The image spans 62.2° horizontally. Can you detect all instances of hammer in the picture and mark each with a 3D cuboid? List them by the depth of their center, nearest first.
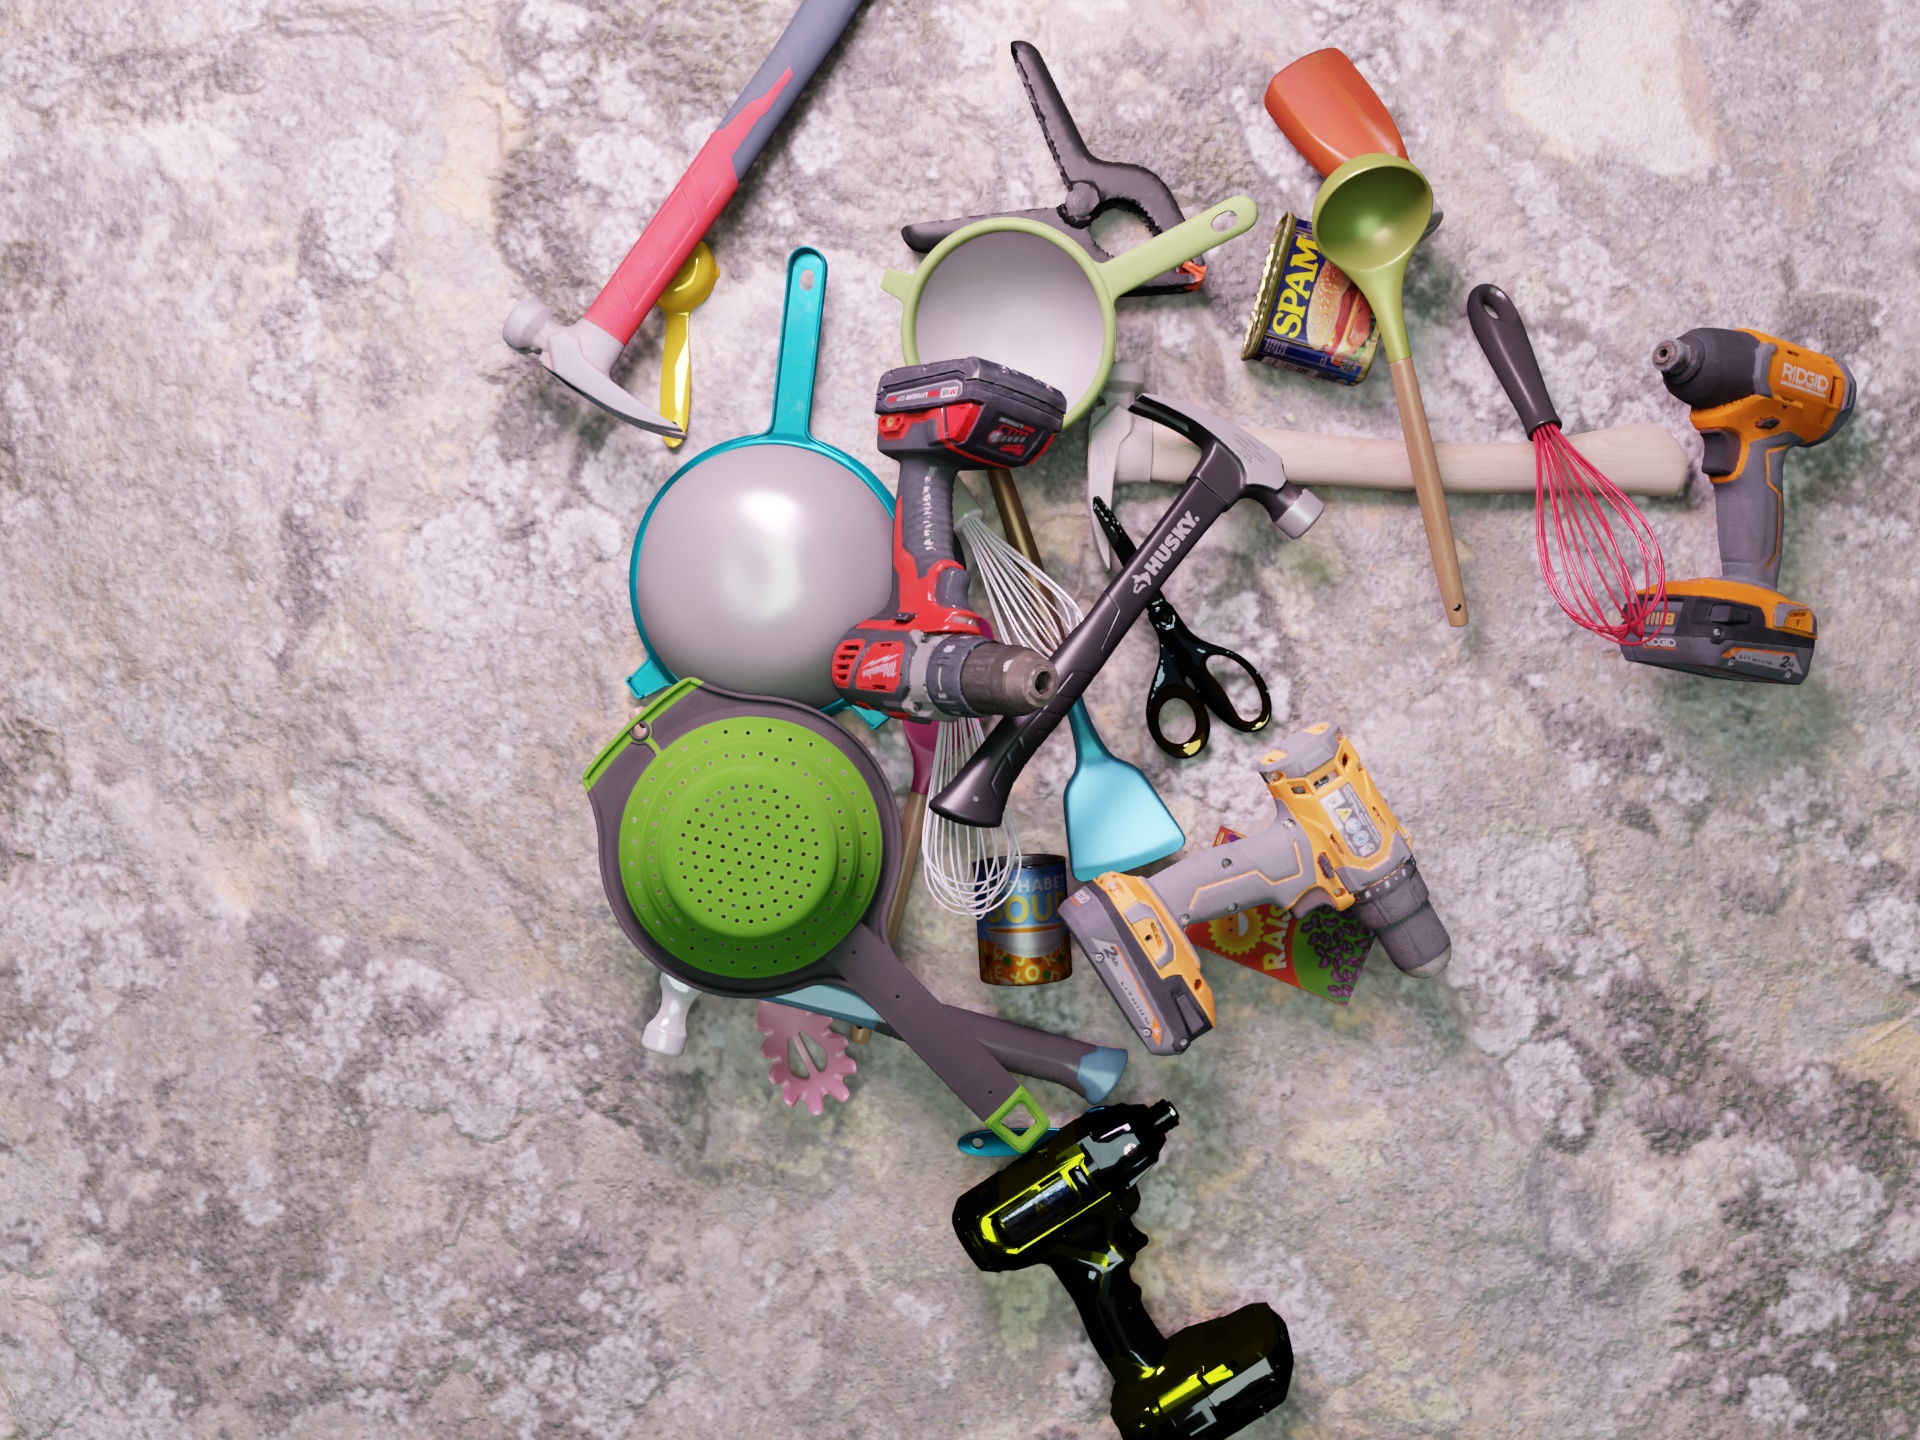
[{"bbox_3d":[0.091,-0.066,1.045,0.146,0.035,0.335,40,78,-5],"label":"hammer"},{"bbox_3d":[-0.151,-0.383,1.108,0.143,0.038,0.386,34,86,2],"label":"hammer"},{"bbox_3d":[-0.044,0.208,1.111,0.331,0.033,0.128,16,82,-6],"label":"hammer"},{"bbox_3d":[0.294,-0.170,1.113,0.410,0.038,0.146,2,92,2],"label":"hammer"}]

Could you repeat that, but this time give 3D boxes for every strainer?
[{"bbox_3d":[0.084,-0.289,1.083,0.256,0.069,0.151,-23,100,20],"label":"strainer"},{"bbox_3d":[-0.129,-0.160,1.094,0.211,0.095,0.340,8,95,5],"label":"strainer"}]

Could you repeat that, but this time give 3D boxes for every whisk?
[{"bbox_3d":[0.392,-0.176,1.050,0.073,0.073,0.296,-13,63,3],"label":"whisk"},{"bbox_3d":[-0.001,-0.003,1.090,0.070,0.070,0.285,-6,70,3],"label":"whisk"},{"bbox_3d":[0.009,-0.132,1.105,0.059,0.057,0.246,-41,73,26],"label":"whisk"}]

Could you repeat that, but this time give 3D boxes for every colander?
[{"bbox_3d":[-0.081,0.143,1.042,0.204,0.094,0.397,-44,93,-5],"label":"colander"}]

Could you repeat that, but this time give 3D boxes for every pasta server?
[{"bbox_3d":[-0.163,0.132,1.137,0.060,0.040,0.316,-26,88,-13],"label":"pasta server"}]

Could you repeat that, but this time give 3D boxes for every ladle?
[{"bbox_3d":[0.300,-0.213,1.058,0.078,0.062,0.320,-14,102,10],"label":"ladle"}]

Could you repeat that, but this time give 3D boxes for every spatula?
[{"bbox_3d":[0.070,-0.048,1.121,0.082,0.044,0.317,-19,89,4],"label":"spatula"}]

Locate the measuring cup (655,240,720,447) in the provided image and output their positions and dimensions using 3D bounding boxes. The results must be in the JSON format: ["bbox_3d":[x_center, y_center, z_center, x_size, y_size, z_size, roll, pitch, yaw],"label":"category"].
[{"bbox_3d":[-0.206,-0.275,1.136,0.062,0.029,0.156,1,88,3],"label":"measuring cup"}]

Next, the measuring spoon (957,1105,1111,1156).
[{"bbox_3d":[0.062,0.297,1.142,0.128,0.021,0.042,-7,100,12],"label":"measuring spoon"}]

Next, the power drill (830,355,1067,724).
[{"bbox_3d":[0.003,-0.108,1.007,0.080,0.188,0.227,12,87,-39],"label":"power drill"}]

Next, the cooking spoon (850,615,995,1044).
[{"bbox_3d":[-0.035,0.077,1.140,0.069,0.017,0.319,14,91,11],"label":"cooking spoon"}]

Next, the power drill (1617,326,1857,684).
[{"bbox_3d":[0.507,-0.145,1.055,0.164,0.084,0.226,8,91,-28],"label":"power drill"}]

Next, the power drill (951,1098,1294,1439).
[{"bbox_3d":[0.124,0.382,1.098,0.171,0.080,0.223,-35,91,8],"label":"power drill"}]

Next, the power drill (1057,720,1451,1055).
[{"bbox_3d":[0.203,0.134,1.061,0.226,0.084,0.185,-33,95,-2],"label":"power drill"}]
